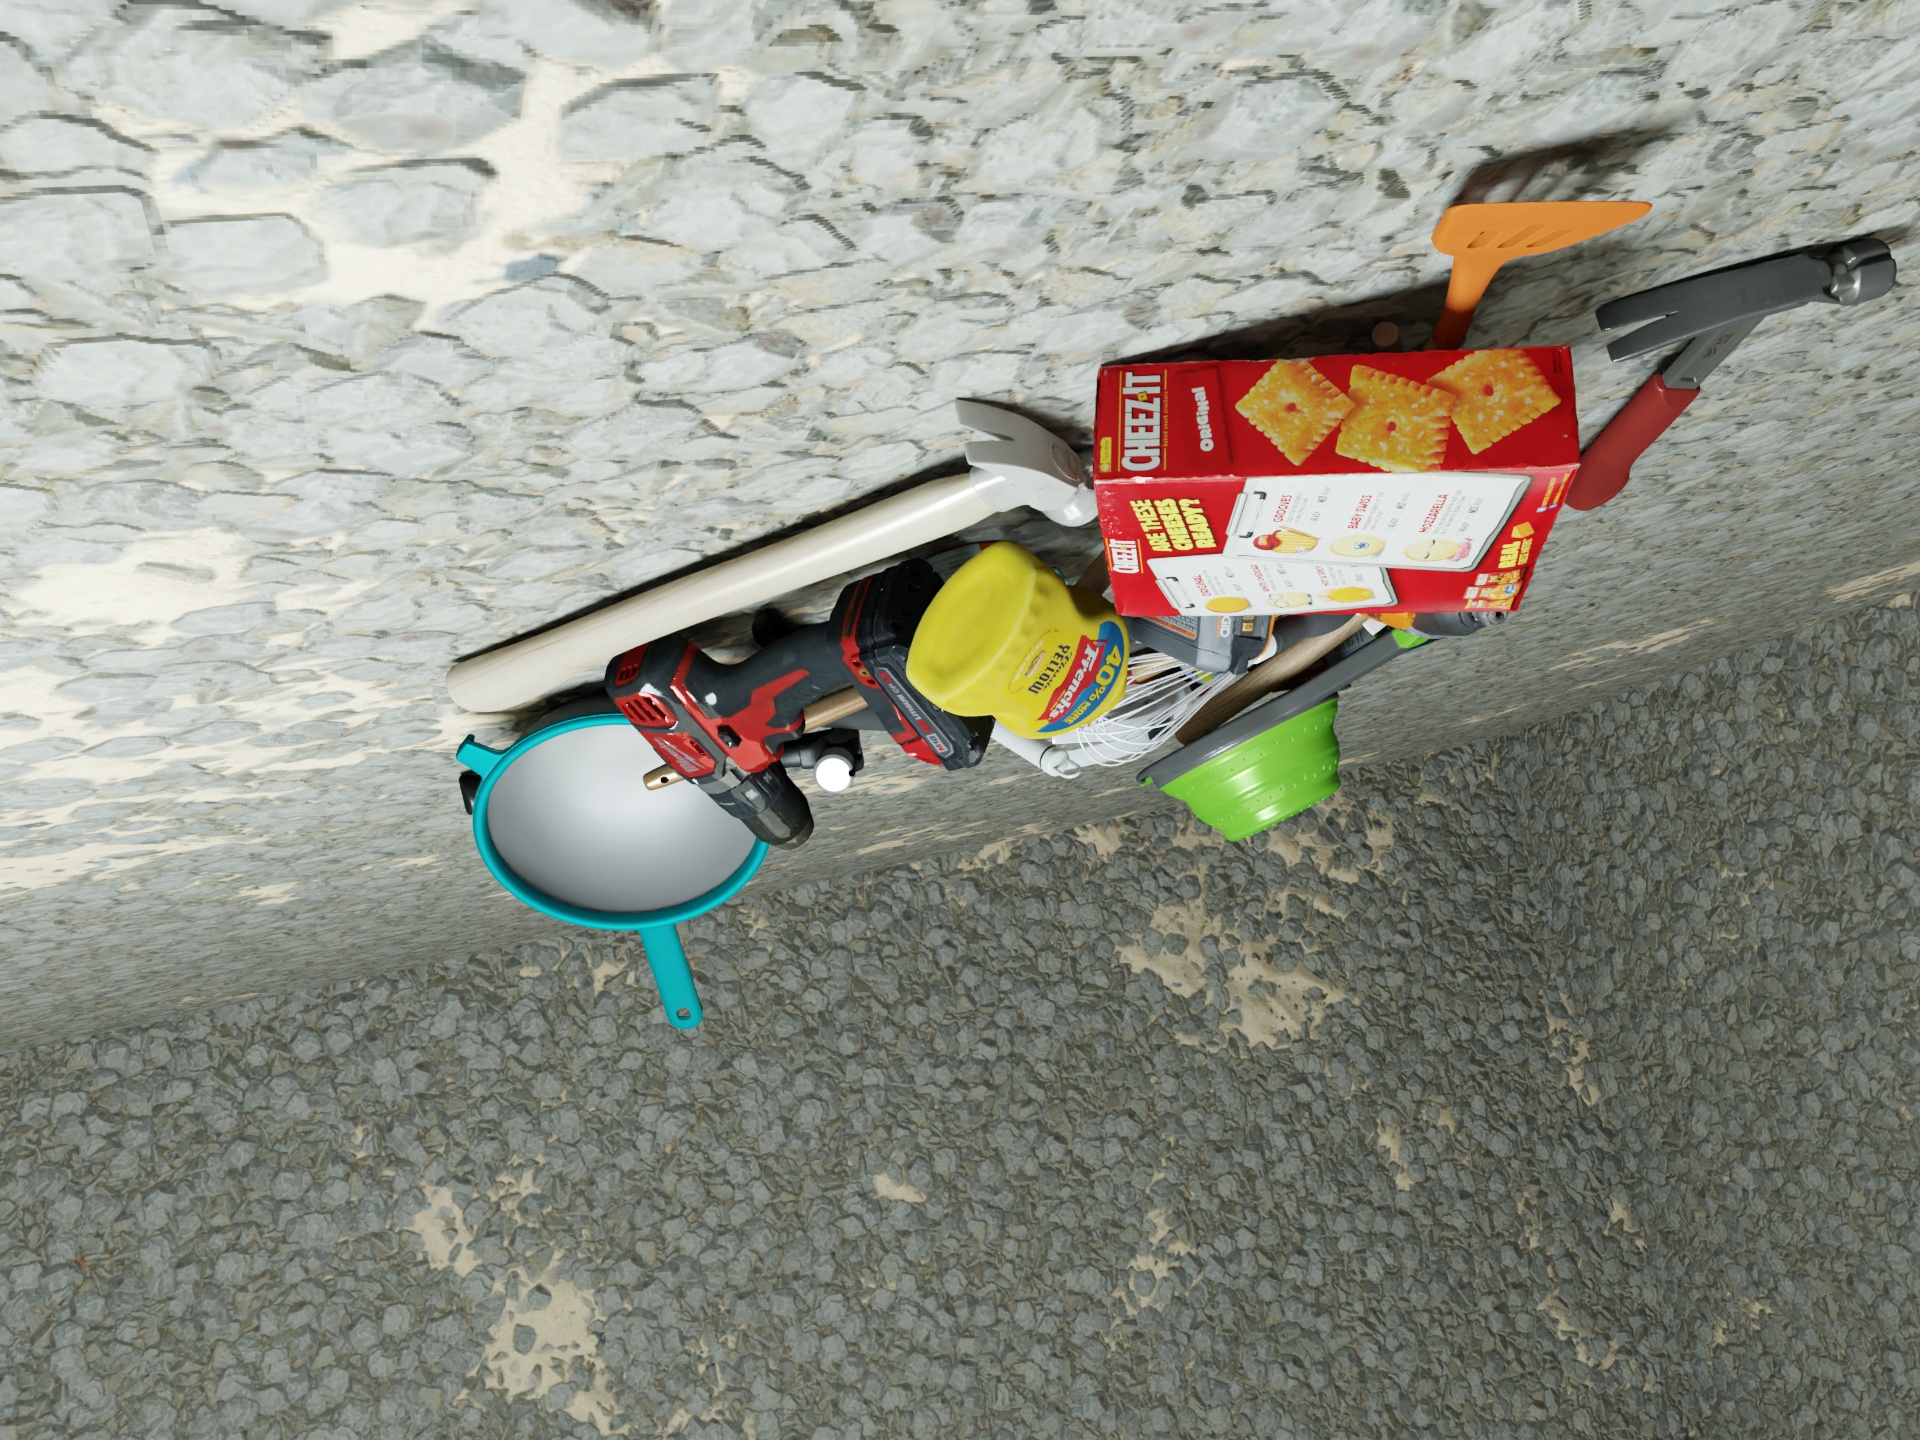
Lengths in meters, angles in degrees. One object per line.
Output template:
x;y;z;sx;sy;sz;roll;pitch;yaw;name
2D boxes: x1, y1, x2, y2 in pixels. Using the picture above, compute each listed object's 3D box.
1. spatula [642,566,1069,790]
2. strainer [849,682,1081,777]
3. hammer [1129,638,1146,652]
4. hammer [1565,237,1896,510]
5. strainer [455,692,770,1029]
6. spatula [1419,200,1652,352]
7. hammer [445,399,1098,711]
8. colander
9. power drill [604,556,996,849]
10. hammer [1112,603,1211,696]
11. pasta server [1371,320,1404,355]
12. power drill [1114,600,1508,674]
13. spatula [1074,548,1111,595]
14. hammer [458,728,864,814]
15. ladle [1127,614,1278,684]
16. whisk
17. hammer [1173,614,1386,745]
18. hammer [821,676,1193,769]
-0.068;-0.015;1.075;0.317;0.082;0.044;-23;-157;0;spatula
0.000;-0.016;1.121;0.087;0.050;0.259;-26;-143;-28;strainer
0.209;-0.097;1.193;0.337;0.034;0.127;-21;147;12;hammer
0.425;-0.194;0.991;0.149;0.037;0.359;-14;170;4;hammer
-0.240;0.098;1.210;0.211;0.095;0.340;-9;132;-3;strainer
0.230;-0.165;0.774;0.081;0.041;0.322;-1;160;-1;spatula
-0.130;-0.077;0.879;0.410;0.038;0.146;-18;168;24;hammer
0.294;0.018;1.324;0.204;0.094;0.397;-23;172;-27;colander
-0.088;0.002;0.996;0.227;0.080;0.187;-14;132;28;power drill
0.159;-0.052;1.439;0.143;0.038;0.386;-21;168;28;hammer
0.253;-0.163;0.919;0.060;0.040;0.316;-6;172;17;pasta server
0.234;-0.084;1.041;0.226;0.084;0.164;-6;-161;-25;power drill
0.083;-0.089;0.950;0.059;0.018;0.315;-7;152;-31;spatula
-0.243;0.038;1.285;0.335;0.035;0.146;-7;-163;4;hammer
0.165;-0.050;1.298;0.315;0.031;0.069;-26;164;29;ladle
0.186;-0.041;1.112;0.284;0.070;0.070;-24;177;-32;whisk
0.288;-0.058;1.325;0.130;0.031;0.331;-33;176;-42;hammer
-0.002;-0.004;1.198;0.331;0.033;0.128;2;-161;27;hammer
